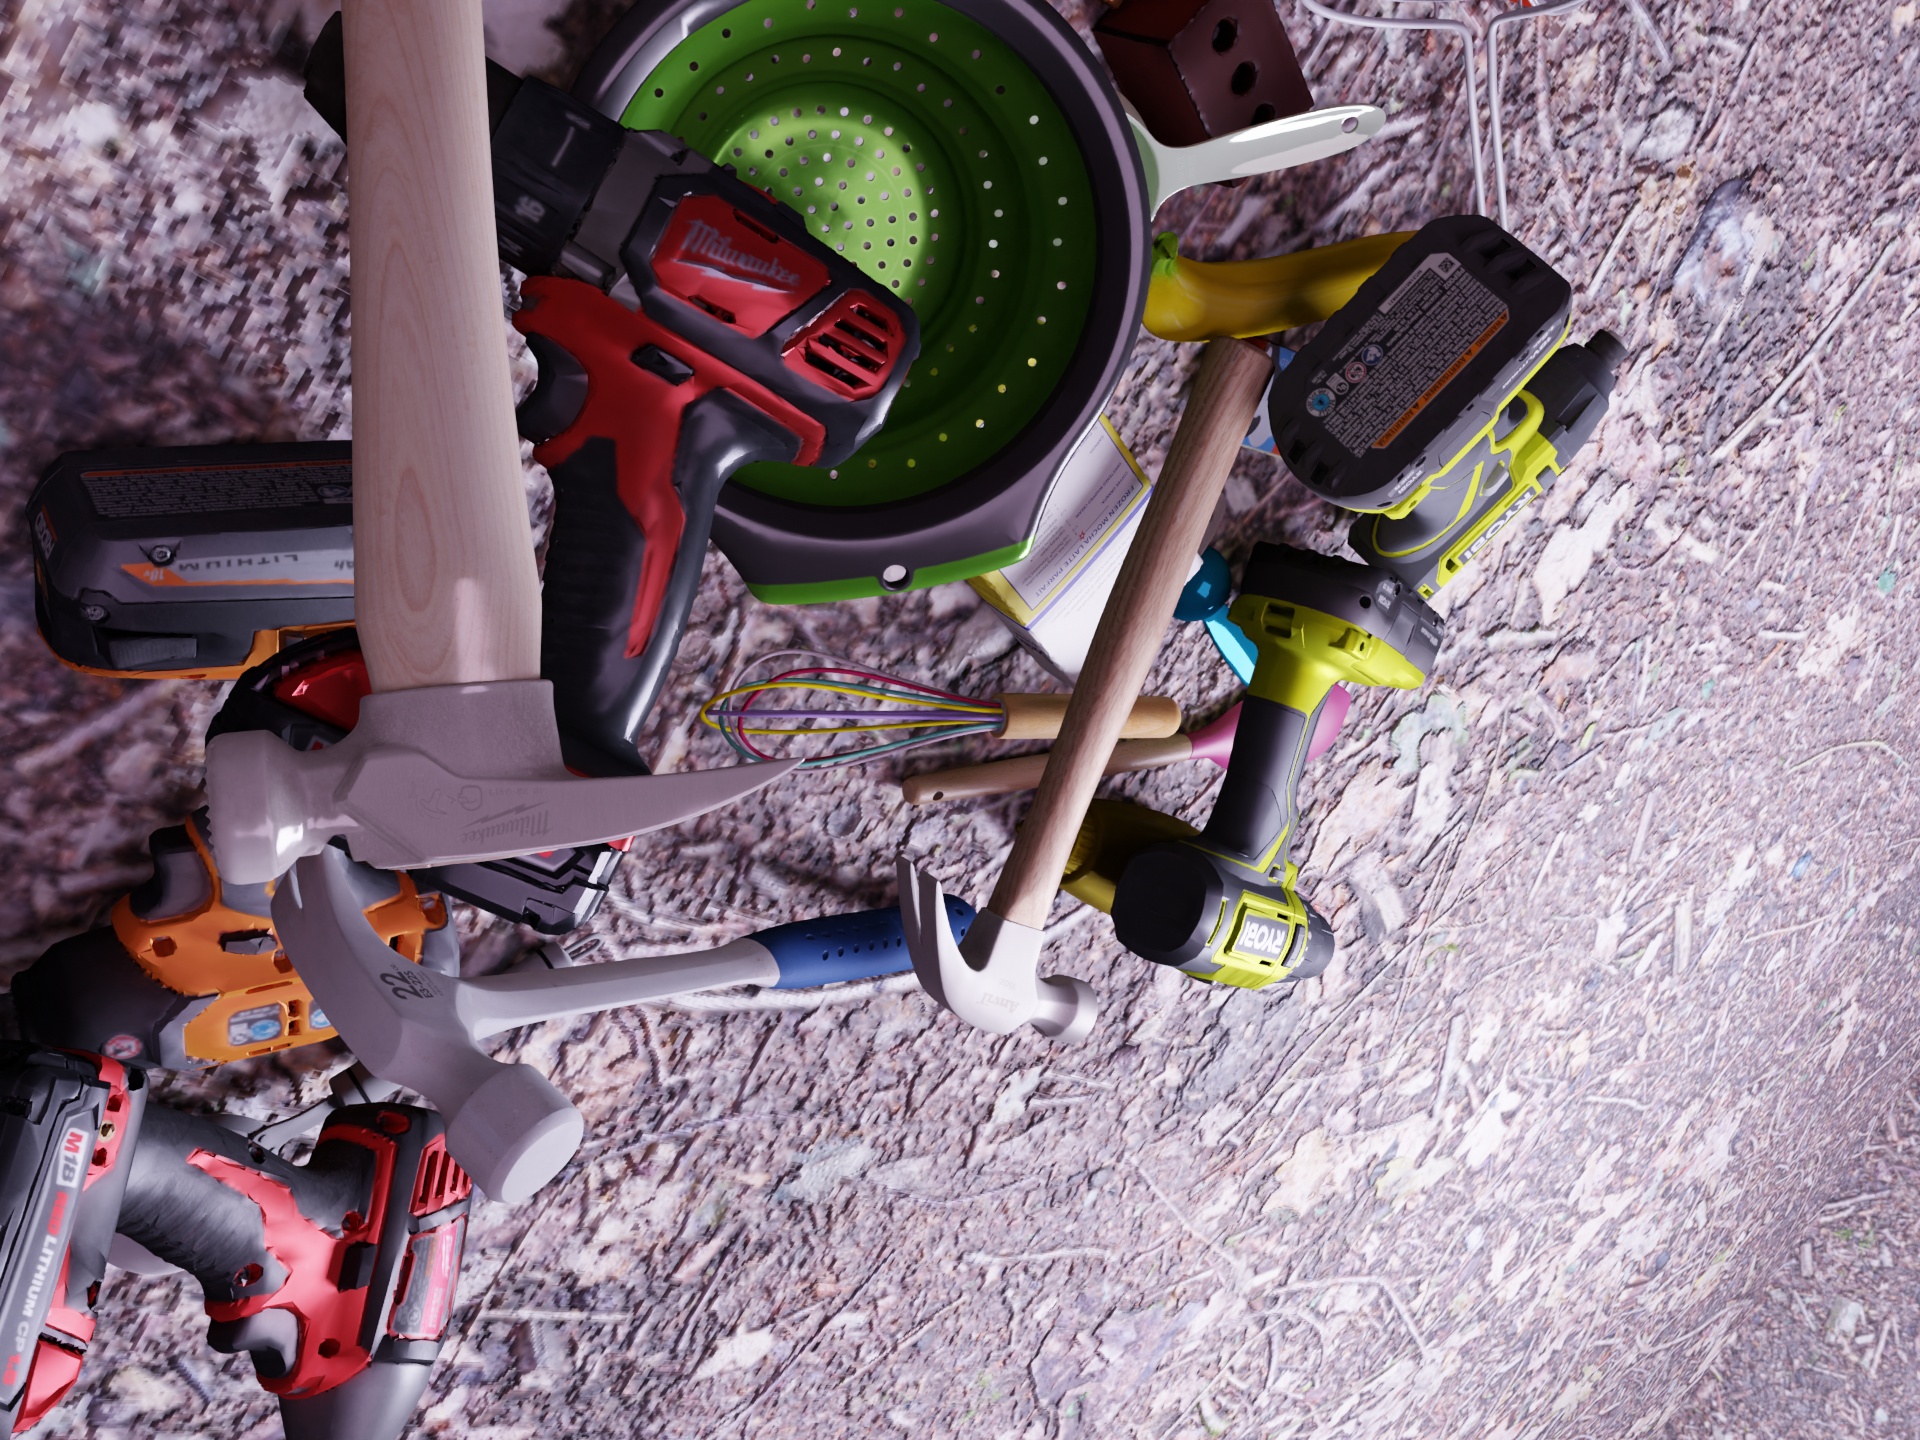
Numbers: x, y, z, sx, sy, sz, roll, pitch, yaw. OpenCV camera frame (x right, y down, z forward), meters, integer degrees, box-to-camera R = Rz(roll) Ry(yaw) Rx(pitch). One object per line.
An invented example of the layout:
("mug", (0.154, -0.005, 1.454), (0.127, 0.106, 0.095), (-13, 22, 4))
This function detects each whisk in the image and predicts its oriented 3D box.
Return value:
("whisk", (0.000, -0.003, 0.725), (0.245, 0.051, 0.047), (0, 128, -29))

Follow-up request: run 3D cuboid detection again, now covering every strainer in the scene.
("strainer", (-0.258, 0.159, 0.655), (0.258, 0.050, 0.086), (-32, 148, -23))

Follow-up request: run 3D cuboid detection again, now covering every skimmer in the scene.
("skimmer", (0.251, -0.245, 0.774), (0.362, 0.127, 0.090), (58, 45, -50))

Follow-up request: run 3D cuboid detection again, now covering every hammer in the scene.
("hammer", (-0.093, 0.095, 0.646), (0.035, 0.144, 0.405), (-57, 158, 11))
("hammer", (-0.131, -0.170, 0.410), (0.146, 0.038, 0.410), (-5, 90, -19))
("hammer", (0.065, -0.017, 0.721), (0.130, 0.031, 0.331), (22, 90, -41))

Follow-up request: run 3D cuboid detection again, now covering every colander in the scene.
("colander", (-0.052, -0.240, 0.526), (0.204, 0.095, 0.396), (-10, 116, -7))

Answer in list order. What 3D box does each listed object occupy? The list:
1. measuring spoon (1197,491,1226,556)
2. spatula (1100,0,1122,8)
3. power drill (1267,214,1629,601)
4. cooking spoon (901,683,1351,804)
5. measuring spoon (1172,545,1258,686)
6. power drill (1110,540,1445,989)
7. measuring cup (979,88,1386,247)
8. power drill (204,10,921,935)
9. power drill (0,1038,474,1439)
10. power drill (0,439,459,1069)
("measuring spoon", (0.097, -0.068, 0.816), (0.034, 0.018, 0.124), (38, 83, -12))
("spatula", (0.150, -0.415, 0.596), (0.322, 0.041, 0.081), (-57, 175, 17))
("power drill", (0.248, -0.151, 0.782), (0.171, 0.080, 0.223), (-47, 155, 15))
("cooking spoon", (0.103, 0.018, 0.870), (0.318, 0.017, 0.068), (-7, 127, -35))
("measuring spoon", (0.149, -0.047, 0.864), (0.042, 0.021, 0.128), (-49, 136, -4))
("power drill", (0.179, 0.036, 0.859), (0.190, 0.080, 0.228), (22, 88, -52))
("measuring cup", (0.085, -0.231, 0.641), (0.167, 0.038, 0.083), (-13, 137, 0))
("power drill", (-0.135, -0.073, 0.464), (0.187, 0.080, 0.227), (28, 85, -22))
("power drill", (-0.259, 0.191, 0.539), (0.219, 0.078, 0.143), (41, 50, -57))
("power drill", (-0.256, 0.025, 0.545), (0.164, 0.084, 0.226), (-10, 126, -34))
